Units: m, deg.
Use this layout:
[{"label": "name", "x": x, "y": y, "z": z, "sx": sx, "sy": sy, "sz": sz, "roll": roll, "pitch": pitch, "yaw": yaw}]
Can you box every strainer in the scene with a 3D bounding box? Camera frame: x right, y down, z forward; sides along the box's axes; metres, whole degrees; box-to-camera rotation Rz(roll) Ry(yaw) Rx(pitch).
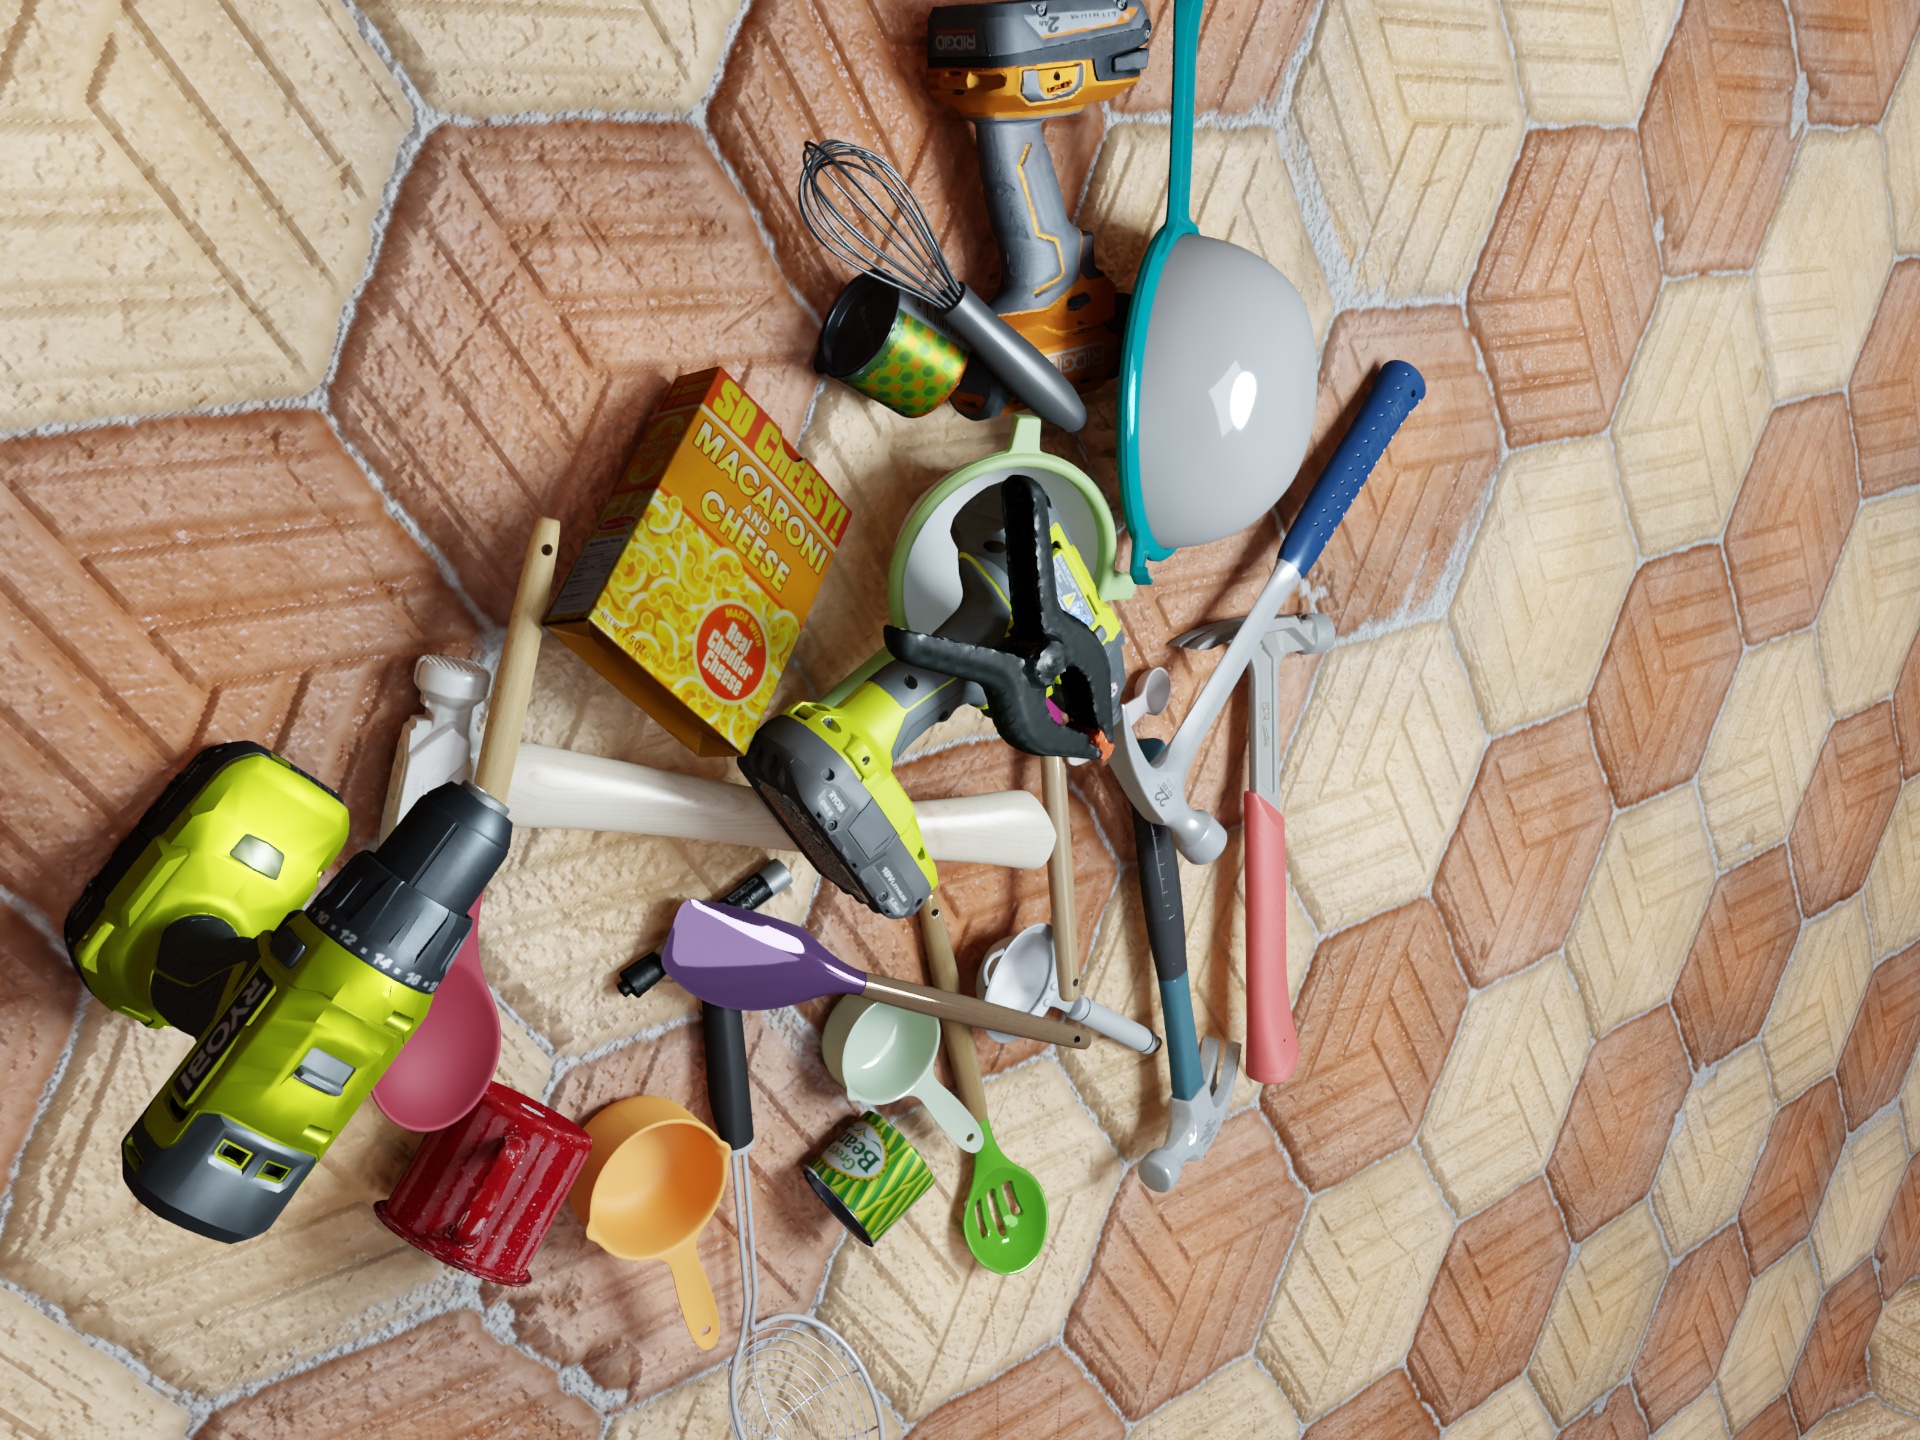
[{"label": "strainer", "x": 0.167, "y": -0.258, "z": 0.958, "sx": 0.211, "sy": 0.095, "sz": 0.340, "roll": -49, "pitch": 142, "yaw": -56}, {"label": "strainer", "x": -0.026, "y": -0.066, "z": 0.965, "sx": 0.256, "sy": 0.069, "sz": 0.151, "roll": -39, "pitch": 127, "yaw": -1}, {"label": "strainer", "x": 0.076, "y": 0.202, "z": 1.131, "sx": 0.258, "sy": 0.050, "sz": 0.087, "roll": 34, "pitch": 80, "yaw": -45}]

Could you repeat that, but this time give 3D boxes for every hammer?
[{"label": "hammer", "x": 0.222, "y": 0.101, "z": 1.194, "sx": 0.149, "sy": 0.037, "sz": 0.359, "roll": -10, "pitch": 103, "yaw": -36}, {"label": "hammer", "x": -0.119, "y": 0.064, "z": 0.914, "sx": 0.410, "sy": 0.038, "sz": 0.146, "roll": 9, "pitch": 99, "yaw": -34}, {"label": "hammer", "x": 0.225, "y": -0.102, "z": 1.125, "sx": 0.144, "sy": 0.035, "sz": 0.405, "roll": 46, "pitch": 67, "yaw": -30}, {"label": "hammer", "x": 0.154, "y": 0.174, "z": 1.171, "sx": 0.128, "sy": 0.033, "sz": 0.330, "roll": -32, "pitch": 118, "yaw": -49}]

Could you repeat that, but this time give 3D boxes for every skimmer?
[{"label": "skimmer", "x": -0.107, "y": 0.322, "z": 0.991, "sx": 0.127, "sy": 0.090, "sz": 0.363, "roll": -38, "pitch": 128, "yaw": -63}]

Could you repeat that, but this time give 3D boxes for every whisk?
[{"label": "whisk", "x": -0.003, "y": -0.226, "z": 0.855, "sx": 0.238, "sy": 0.055, "sz": 0.055, "roll": 35, "pitch": 81, "yaw": -40}]

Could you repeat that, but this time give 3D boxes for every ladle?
[{"label": "ladle", "x": -0.240, "y": 0.053, "z": 0.796, "sx": 0.069, "sy": 0.031, "sz": 0.315, "roll": 9, "pitch": 99, "yaw": -38}]

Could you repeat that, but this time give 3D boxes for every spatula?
[{"label": "spatula", "x": -0.042, "y": 0.172, "z": 0.995, "sx": 0.315, "sy": 0.018, "sz": 0.060, "roll": 19, "pitch": 89, "yaw": -31}]

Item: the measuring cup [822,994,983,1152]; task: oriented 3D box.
[{"label": "measuring cup", "x": -0.034, "y": 0.236, "z": 1.057, "sx": 0.083, "sy": 0.038, "sz": 0.167, "roll": -48, "pitch": 128, "yaw": -17}]

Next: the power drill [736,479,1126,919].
[{"label": "power drill", "x": -0.001, "y": -0.003, "z": 0.902, "sx": 0.223, "sy": 0.080, "sz": 0.171, "roll": -44, "pitch": 128, "yaw": -17}]

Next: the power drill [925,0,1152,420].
[{"label": "power drill", "x": 0.060, "y": -0.304, "z": 0.941, "sx": 0.164, "sy": 0.084, "sz": 0.226, "roll": -21, "pitch": 120, "yaw": -32}]

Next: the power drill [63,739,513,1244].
[{"label": "power drill", "x": -0.291, "y": 0.088, "z": 0.683, "sx": 0.080, "sy": 0.229, "sz": 0.190, "roll": 43, "pitch": 76, "yaw": -38}]

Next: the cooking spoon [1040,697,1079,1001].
[{"label": "cooking spoon", "x": 0.061, "y": 0.034, "z": 1.057, "sx": 0.068, "sy": 0.017, "sz": 0.319, "roll": -15, "pitch": 104, "yaw": -46}]

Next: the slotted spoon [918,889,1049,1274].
[{"label": "slotted spoon", "x": 0.008, "y": 0.252, "z": 1.101, "sx": 0.070, "sy": 0.031, "sz": 0.313, "roll": -25, "pitch": 116, "yaw": -27}]

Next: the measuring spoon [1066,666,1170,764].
[{"label": "measuring spoon", "x": 0.105, "y": -0.002, "z": 1.091, "sx": 0.124, "sy": 0.018, "sz": 0.034, "roll": -35, "pitch": 122, "yaw": -41}]

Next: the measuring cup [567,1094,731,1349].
[{"label": "measuring cup", "x": -0.180, "y": 0.302, "z": 0.953, "sx": 0.095, "sy": 0.052, "sz": 0.173, "roll": -27, "pitch": 120, "yaw": -29}]
